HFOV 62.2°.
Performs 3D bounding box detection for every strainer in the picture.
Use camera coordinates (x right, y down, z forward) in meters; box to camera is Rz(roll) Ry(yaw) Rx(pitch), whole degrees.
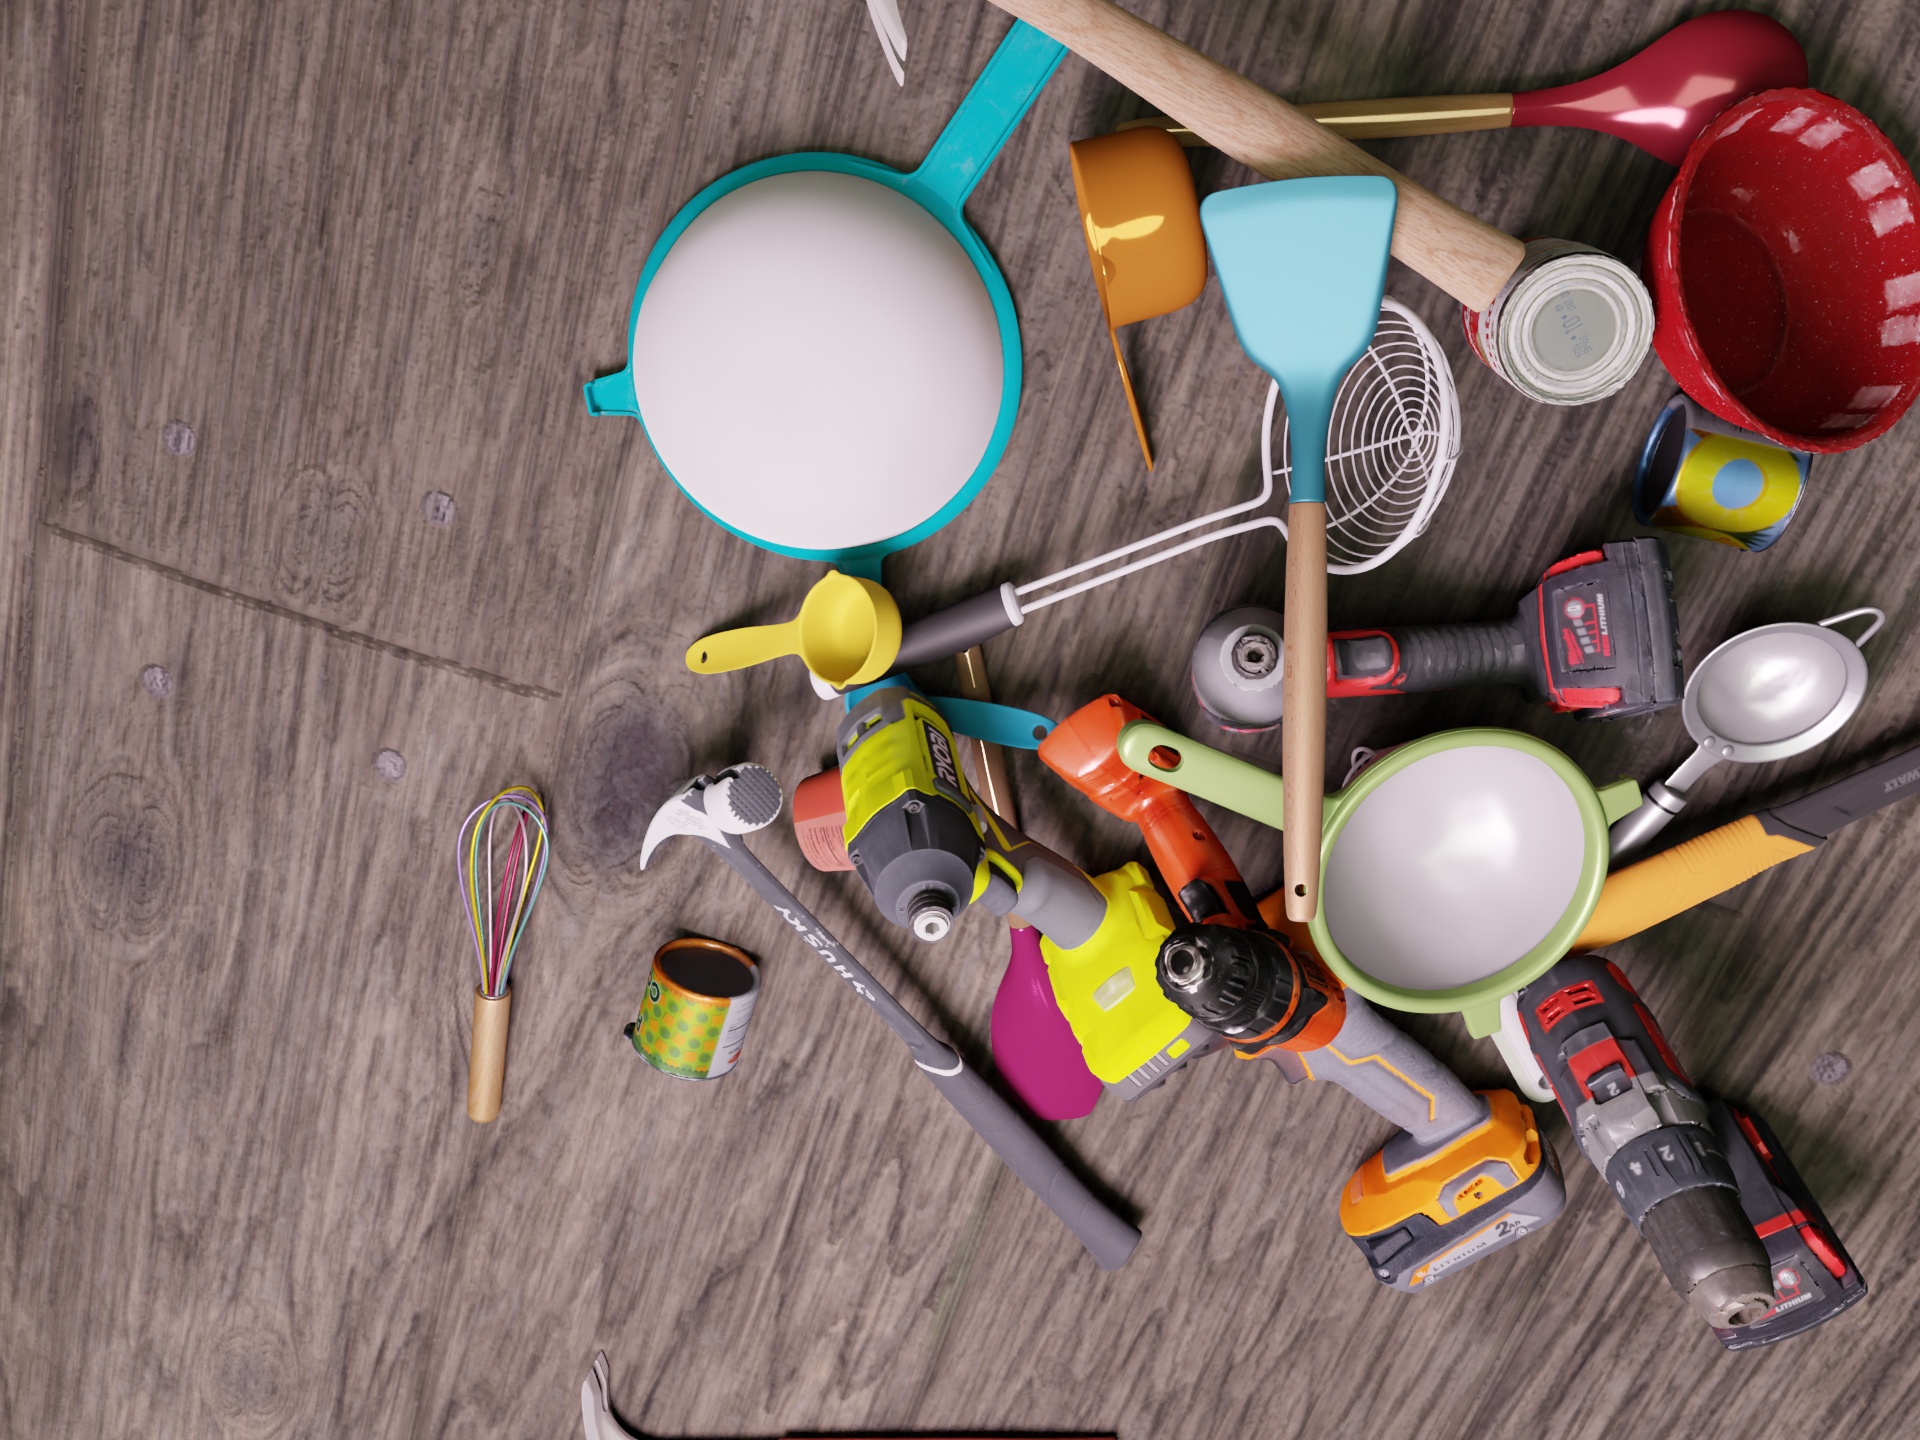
[{"bbox_3d":[0.187,0.045,0.774,0.256,0.069,0.151,22,106,-13],"label":"strainer"},{"bbox_3d":[0.372,0.032,0.829,0.086,0.050,0.258,26,118,-13],"label":"strainer"},{"bbox_3d":[-0.041,-0.219,0.773,0.211,0.095,0.340,37,112,-5],"label":"strainer"}]

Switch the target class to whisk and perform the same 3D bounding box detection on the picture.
[{"bbox_3d":[0.274,0.115,0.872,0.058,0.059,0.246,-35,107,-10],"label":"whisk"},{"bbox_3d":[-0.281,0.147,0.976,0.051,0.047,0.244,14,116,2],"label":"whisk"}]

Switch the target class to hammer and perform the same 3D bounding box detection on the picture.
[{"bbox_3d":[-0.075,0.491,1.068,0.359,0.037,0.149,-5,109,11],"label":"hammer"},{"bbox_3d":[0.097,-0.279,0.701,0.331,0.031,0.130,35,78,7],"label":"hammer"},{"bbox_3d":[-0.029,0.186,0.928,0.408,0.036,0.149,49,147,-16],"label":"hammer"},{"bbox_3d":[0.400,0.071,0.811,0.337,0.034,0.127,-26,117,11],"label":"hammer"}]

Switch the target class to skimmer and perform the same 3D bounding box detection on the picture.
[{"bbox_3d":[0.068,-0.088,0.786,0.363,0.090,0.127,-21,69,20],"label":"skimmer"}]

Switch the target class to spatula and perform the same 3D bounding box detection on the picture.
[{"bbox_3d":[0.148,-0.069,0.692,0.082,0.044,0.317,0,92,18],"label":"spatula"}]

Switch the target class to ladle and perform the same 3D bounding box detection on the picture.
[{"bbox_3d":[0.230,-0.286,0.745,0.315,0.031,0.069,0,109,11],"label":"ladle"}]

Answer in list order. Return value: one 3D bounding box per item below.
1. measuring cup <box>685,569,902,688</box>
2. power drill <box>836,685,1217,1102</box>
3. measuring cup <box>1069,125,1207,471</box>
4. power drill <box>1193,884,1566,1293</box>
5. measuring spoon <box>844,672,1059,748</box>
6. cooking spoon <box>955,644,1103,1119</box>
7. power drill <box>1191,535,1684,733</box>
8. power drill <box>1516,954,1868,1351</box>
[{"bbox_3d":[-0.092,-0.042,0.862,0.156,0.029,0.062,-7,85,43],"label":"measuring cup"},{"bbox_3d":[0.033,0.095,0.813,0.080,0.171,0.223,-43,118,16],"label":"power drill"},{"bbox_3d":[0.097,-0.202,0.776,0.052,0.095,0.173,-15,126,6],"label":"measuring cup"},{"bbox_3d":[0.212,0.206,0.897,0.164,0.084,0.226,-37,96,19],"label":"power drill"},{"bbox_3d":[-0.001,-0.003,0.873,0.129,0.021,0.042,12,92,18],"label":"measuring spoon"},{"bbox_3d":[0.030,0.094,0.915,0.069,0.017,0.318,-7,108,14],"label":"cooking spoon"},{"bbox_3d":[0.222,-0.033,0.774,0.219,0.143,0.078,-6,85,9],"label":"power drill"},{"bbox_3d":[0.373,0.239,0.797,0.080,0.188,0.226,-34,127,18],"label":"power drill"}]
